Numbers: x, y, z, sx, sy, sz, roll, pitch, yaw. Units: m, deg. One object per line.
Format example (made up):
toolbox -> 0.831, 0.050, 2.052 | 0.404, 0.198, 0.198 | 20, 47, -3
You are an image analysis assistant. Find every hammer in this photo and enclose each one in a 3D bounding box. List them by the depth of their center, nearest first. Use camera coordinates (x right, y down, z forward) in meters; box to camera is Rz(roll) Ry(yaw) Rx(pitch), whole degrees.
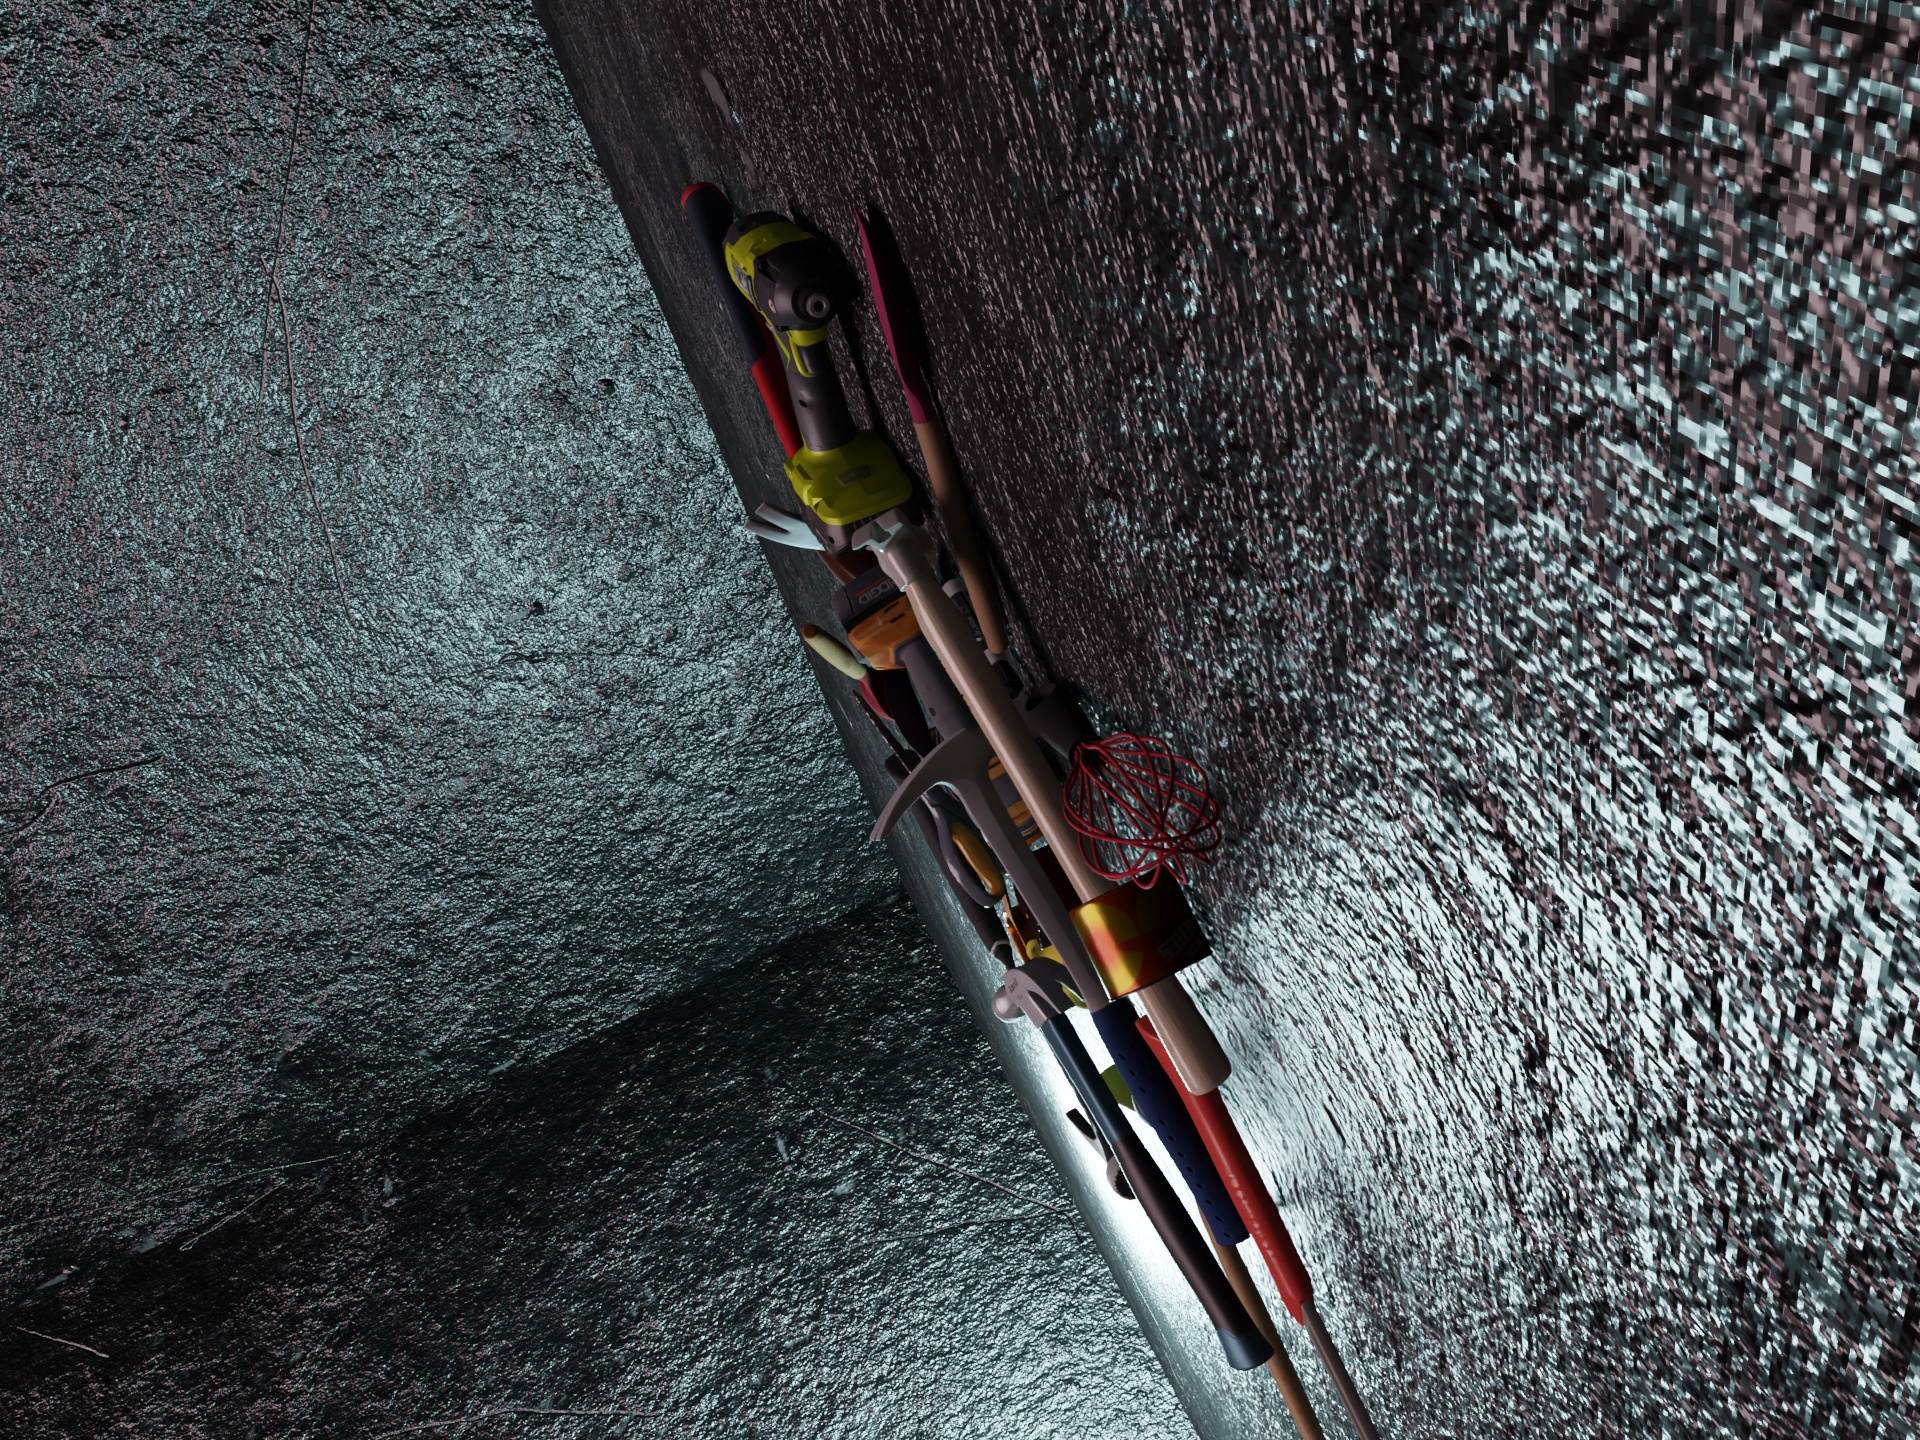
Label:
hammer -> 0.053, 0.051, 0.992 | 0.410, 0.038, 0.146 | 59, -174, 1
hammer -> 0.211, 0.355, 1.059 | 0.359, 0.036, 0.149 | 64, 173, 5
hammer -> 0.089, 0.188, 1.096 | 0.405, 0.144, 0.035 | 59, 167, -6
hammer -> 0.127, 0.321, 1.176 | 0.331, 0.033, 0.128 | 58, 155, 19
hammer -> 0.043, 0.206, 1.338 | 0.409, 0.036, 0.149 | 62, 173, -9
hammer -> -0.176, -0.308, 1.343 | 0.038, 0.143, 0.387 | -41, 62, 36

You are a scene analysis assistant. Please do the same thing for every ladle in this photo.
ladle -> 0.187, 0.400, 1.197 | 0.078, 0.062, 0.320 | 41, -159, -57
ladle -> -0.086, -0.044, 1.278 | 0.315, 0.031, 0.069 | 43, -157, -80

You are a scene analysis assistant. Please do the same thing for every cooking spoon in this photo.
cooking spoon -> -0.015, -0.166, 0.985 | 0.069, 0.017, 0.318 | -109, 0, -51

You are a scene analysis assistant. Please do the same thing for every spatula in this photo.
spatula -> -0.059, -0.058, 1.375 | 0.059, 0.018, 0.316 | 45, -165, -30

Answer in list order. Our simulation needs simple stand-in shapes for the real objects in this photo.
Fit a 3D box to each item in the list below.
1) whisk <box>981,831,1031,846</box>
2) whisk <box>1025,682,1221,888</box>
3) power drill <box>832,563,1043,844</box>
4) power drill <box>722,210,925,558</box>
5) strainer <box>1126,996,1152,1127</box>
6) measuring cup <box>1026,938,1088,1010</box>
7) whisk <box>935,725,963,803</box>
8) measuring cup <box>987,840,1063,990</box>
whisk -> 0.024, 0.102, 1.501 | 0.070, 0.070, 0.284 | 65, 168, -4
whisk -> 0.074, 0.023, 0.849 | 0.296, 0.073, 0.073 | -122, 8, -73
power drill -> -0.002, -0.004, 1.217 | 0.226, 0.084, 0.185 | 59, 180, 10
power drill -> -0.099, -0.238, 1.137 | 0.171, 0.080, 0.223 | -125, 16, -56
strainer -> 0.132, 0.240, 1.238 | 0.086, 0.050, 0.259 | 60, -179, -44
measuring cup -> 0.080, 0.195, 1.282 | 0.156, 0.029, 0.062 | 5, 87, 65
whisk -> -0.021, -0.021, 1.424 | 0.055, 0.055, 0.239 | 77, 170, -60
measuring cup -> 0.068, 0.164, 1.391 | 0.095, 0.052, 0.173 | -126, 15, -57
